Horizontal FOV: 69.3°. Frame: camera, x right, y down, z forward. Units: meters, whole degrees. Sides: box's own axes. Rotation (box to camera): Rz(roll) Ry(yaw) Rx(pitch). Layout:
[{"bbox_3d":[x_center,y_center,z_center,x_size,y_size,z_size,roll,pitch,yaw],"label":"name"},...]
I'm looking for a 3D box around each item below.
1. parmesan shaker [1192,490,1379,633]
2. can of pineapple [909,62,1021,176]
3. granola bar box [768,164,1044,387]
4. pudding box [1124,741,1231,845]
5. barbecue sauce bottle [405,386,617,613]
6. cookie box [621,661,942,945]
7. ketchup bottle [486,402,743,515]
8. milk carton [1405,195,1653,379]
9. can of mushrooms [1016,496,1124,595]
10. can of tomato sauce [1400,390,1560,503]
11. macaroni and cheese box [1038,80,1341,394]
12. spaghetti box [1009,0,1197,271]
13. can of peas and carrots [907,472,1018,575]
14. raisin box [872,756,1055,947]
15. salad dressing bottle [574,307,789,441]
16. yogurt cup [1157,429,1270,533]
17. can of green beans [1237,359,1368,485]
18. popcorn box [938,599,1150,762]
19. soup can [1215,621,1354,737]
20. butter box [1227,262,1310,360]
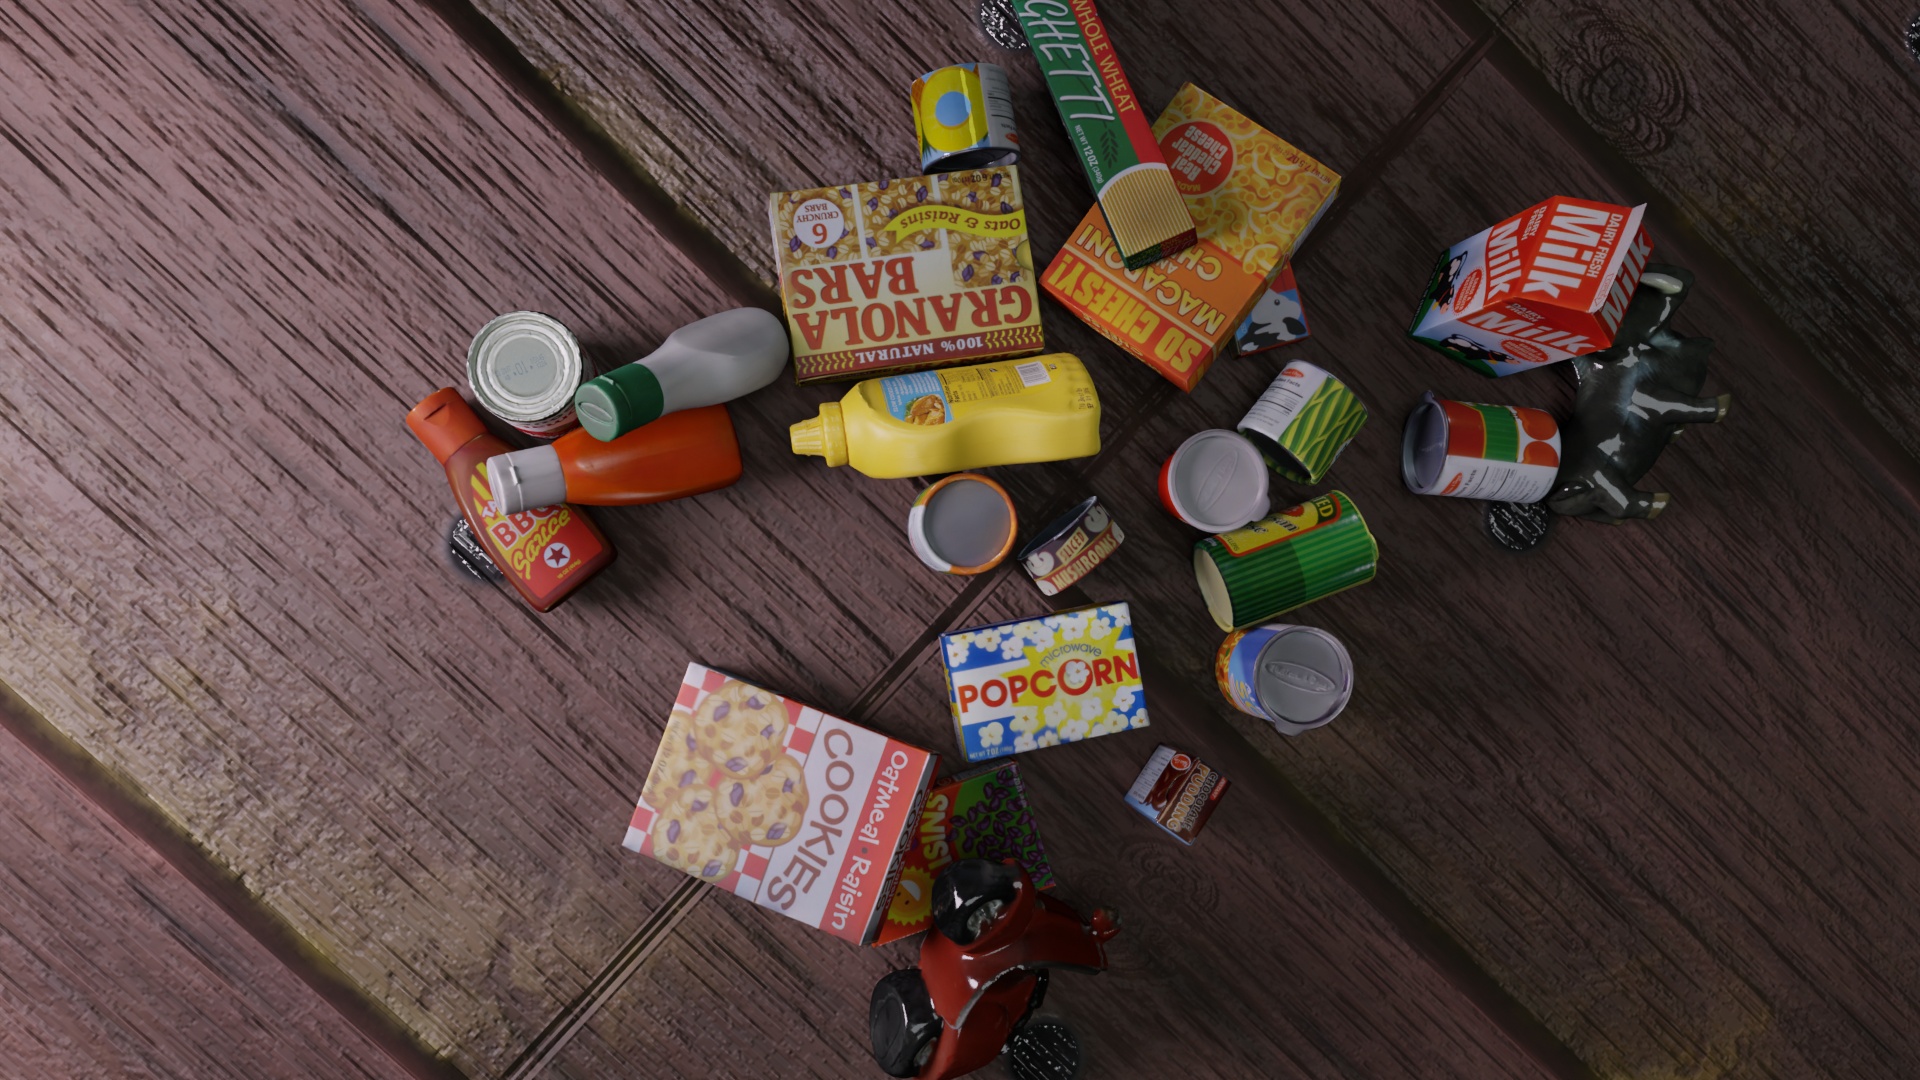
[{"bbox_3d":[0.215,0.014,0.925,0.103,0.071,0.071,-20,91,-8],"label":"parmesan shaker"},{"bbox_3d":[0.001,-0.273,0.911,0.071,0.071,0.058,-9,89,-8],"label":"can of pineapple"},{"bbox_3d":[-0.035,-0.174,0.915,0.166,0.039,0.124,-9,89,-8],"label":"granola bar box"},{"bbox_3d":[0.139,0.163,0.903,0.030,0.083,0.050,36,84,-6],"label":"pudding box"},{"bbox_3d":[-0.286,-0.029,0.873,0.065,0.043,0.148,-40,93,-12],"label":"barbecue sauce bottle"},{"bbox_3d":[-0.110,0.162,0.866,0.167,0.040,0.123,19,85,14],"label":"cookie box"},{"bbox_3d":[-0.214,-0.050,0.861,0.149,0.043,0.065,-15,82,-27],"label":"ketchup bottle"},{"bbox_3d":[0.371,-0.162,0.894,0.073,0.190,0.072,25,85,-6],"label":"milk carton"},{"bbox_3d":[0.072,0.004,0.907,0.071,0.071,0.033,-38,95,-7],"label":"can of mushrooms"},{"bbox_3d":[0.355,-0.063,0.951,0.083,0.071,0.071,5,87,-8],"label":"can of tomato sauce"},{"bbox_3d":[0.151,-0.199,0.918,0.124,0.040,0.166,37,90,13],"label":"macaroni and cheese box"},{"bbox_3d":[0.084,-0.297,0.910,0.050,0.028,0.250,-23,77,6],"label":"spaghetti box"},{"bbox_3d":[0.003,-0.011,0.904,0.071,0.058,0.071,0,89,-8],"label":"can of peas and carrots"},{"bbox_3d":[-0.011,0.201,0.904,0.123,0.040,0.086,-17,91,-7],"label":"raisin box"},{"bbox_3d":[-0.169,-0.102,0.850,0.064,0.148,0.043,26,126,25],"label":"salad dressing bottle"},{"bbox_3d":[0.165,-0.038,0.930,0.072,0.054,0.072,0,88,-8],"label":"yogurt cup"},{"bbox_3d":[0.230,-0.079,0.934,0.071,0.071,0.058,40,84,-5],"label":"can of green beans"},{"bbox_3d":[0.054,0.092,0.917,0.127,0.038,0.085,-10,89,-8],"label":"popcorn box"},{"bbox_3d":[0.210,0.090,0.916,0.071,0.083,0.071,0,88,-7],"label":"soup can"},{"bbox_3d":[0.200,-0.181,0.955,0.053,0.024,0.103,-15,90,-7],"label":"butter box"}]
